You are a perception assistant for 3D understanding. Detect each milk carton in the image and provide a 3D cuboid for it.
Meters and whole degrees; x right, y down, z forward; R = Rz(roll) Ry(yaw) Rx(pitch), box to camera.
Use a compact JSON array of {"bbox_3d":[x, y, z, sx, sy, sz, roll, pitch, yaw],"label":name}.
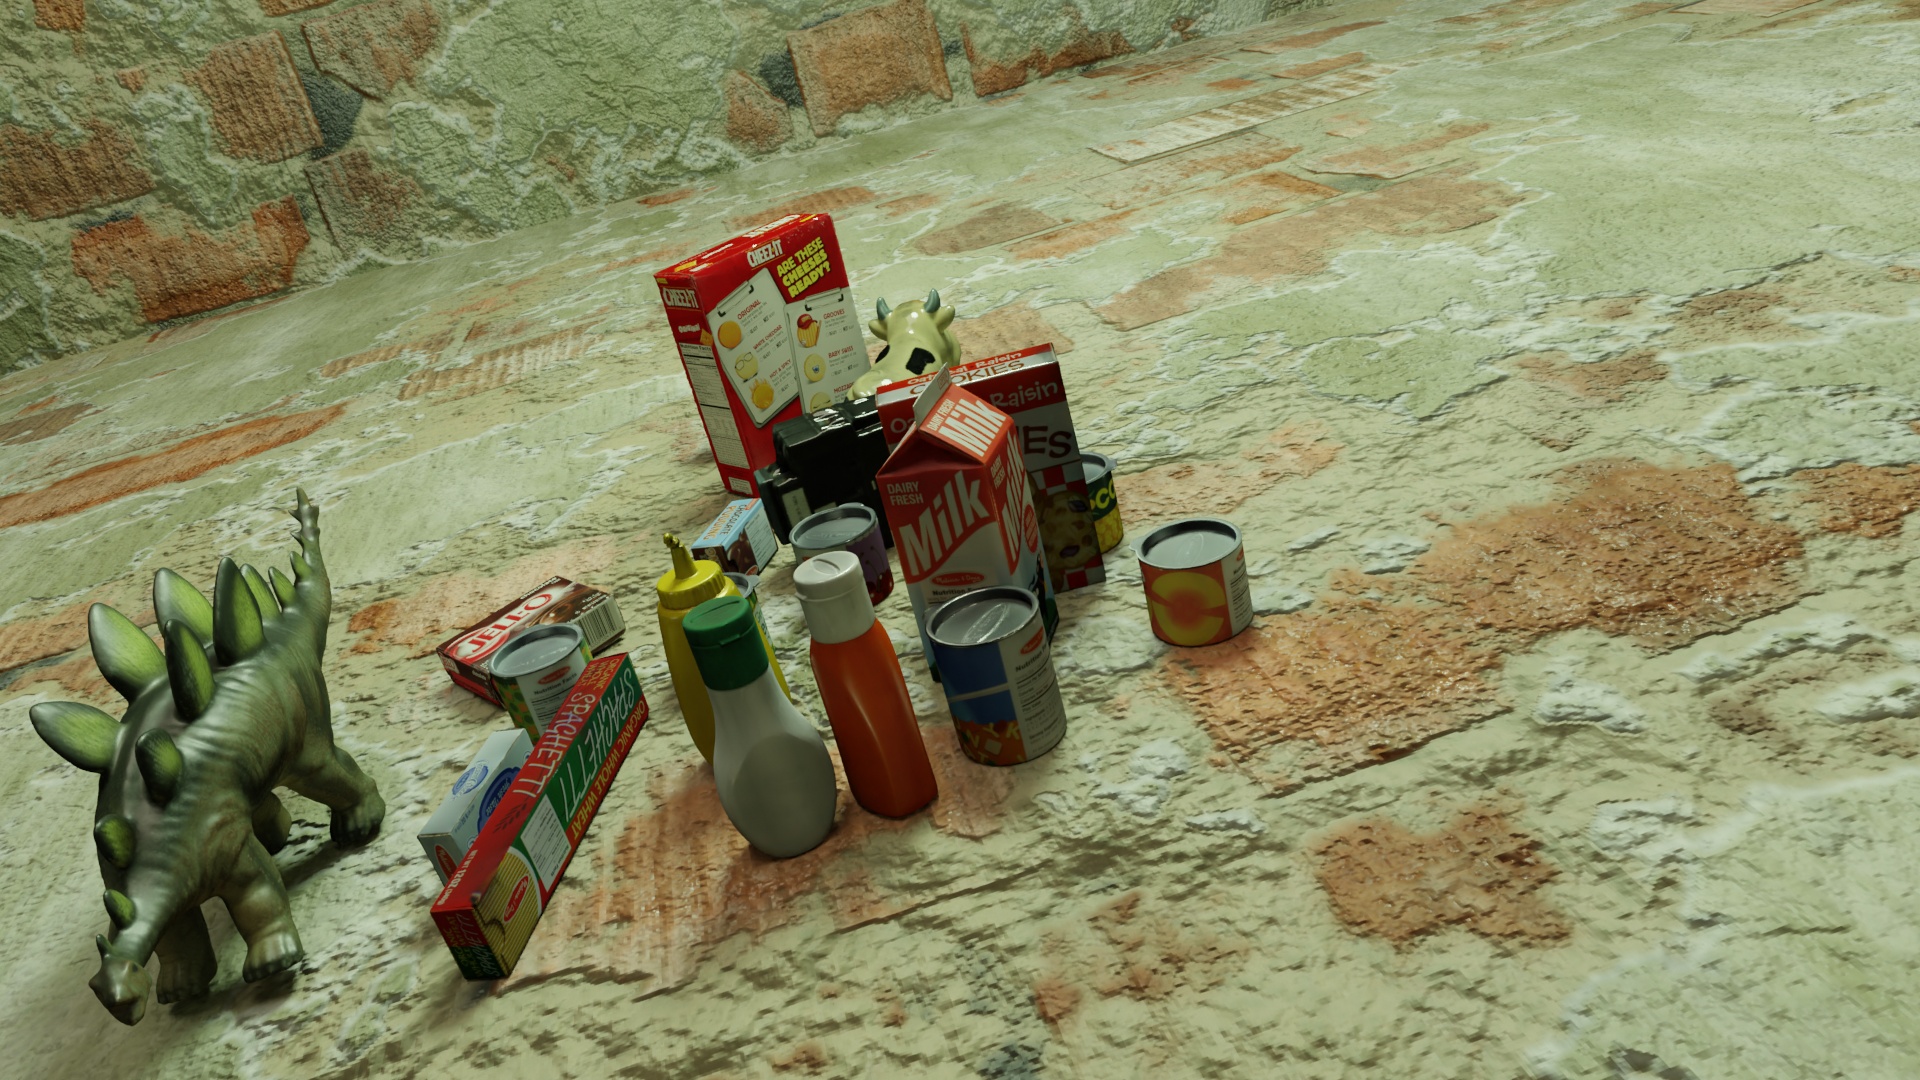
[{"bbox_3d":[0.003,-0.011,0.871,0.073,0.189,0.073,-5,27,20],"label":"milk carton"}]

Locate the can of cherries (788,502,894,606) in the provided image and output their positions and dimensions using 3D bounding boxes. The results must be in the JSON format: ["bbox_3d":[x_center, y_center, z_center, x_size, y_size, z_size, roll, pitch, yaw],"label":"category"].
[{"bbox_3d":[-0.085,0.013,1.023,0.071,0.058,0.072,-12,25,6],"label":"can of cherries"}]

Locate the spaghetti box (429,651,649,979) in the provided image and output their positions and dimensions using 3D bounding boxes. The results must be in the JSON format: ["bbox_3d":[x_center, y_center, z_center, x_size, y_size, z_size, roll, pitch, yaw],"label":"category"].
[{"bbox_3d":[-0.241,0.153,0.829,0.028,0.050,0.251,-9,26,11],"label":"spaghetti box"}]

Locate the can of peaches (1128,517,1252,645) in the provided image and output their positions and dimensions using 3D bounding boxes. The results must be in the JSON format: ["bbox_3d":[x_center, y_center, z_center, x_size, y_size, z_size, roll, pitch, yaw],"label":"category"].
[{"bbox_3d":[0.146,0.026,0.874,0.071,0.057,0.071,-12,25,6],"label":"can of peaches"}]

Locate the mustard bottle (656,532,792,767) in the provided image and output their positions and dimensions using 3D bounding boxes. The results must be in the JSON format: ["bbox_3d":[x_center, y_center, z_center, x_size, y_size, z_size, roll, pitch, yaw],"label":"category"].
[{"bbox_3d":[-0.147,0.063,0.835,0.065,0.159,0.049,-17,25,-4],"label":"mustard bottle"}]

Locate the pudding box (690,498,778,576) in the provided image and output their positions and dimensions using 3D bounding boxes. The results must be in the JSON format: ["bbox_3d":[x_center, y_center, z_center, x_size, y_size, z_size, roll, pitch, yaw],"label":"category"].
[{"bbox_3d":[-0.177,0.006,1.097,0.030,0.049,0.084,-5,27,19],"label":"pudding box"}]

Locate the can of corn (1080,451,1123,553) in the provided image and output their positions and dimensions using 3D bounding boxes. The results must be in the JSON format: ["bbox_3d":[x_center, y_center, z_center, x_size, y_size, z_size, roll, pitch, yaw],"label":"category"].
[{"bbox_3d":[0.084,-0.025,1.012,0.071,0.058,0.071,-12,25,6],"label":"can of corn"}]

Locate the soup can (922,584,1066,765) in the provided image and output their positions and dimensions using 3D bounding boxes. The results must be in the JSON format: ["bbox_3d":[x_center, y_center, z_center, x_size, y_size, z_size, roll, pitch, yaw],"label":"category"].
[{"bbox_3d":[0.019,0.077,0.805,0.071,0.083,0.071,-12,25,6],"label":"soup can"}]

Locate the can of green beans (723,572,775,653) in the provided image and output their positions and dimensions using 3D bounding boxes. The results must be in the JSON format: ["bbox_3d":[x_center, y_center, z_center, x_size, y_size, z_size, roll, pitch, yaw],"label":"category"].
[{"bbox_3d":[-0.168,0.063,0.965,0.071,0.057,0.071,-12,25,6],"label":"can of green beans"}]

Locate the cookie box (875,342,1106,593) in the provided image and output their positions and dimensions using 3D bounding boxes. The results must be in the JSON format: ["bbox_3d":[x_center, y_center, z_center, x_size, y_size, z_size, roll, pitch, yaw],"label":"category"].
[{"bbox_3d":[0.022,-0.038,0.944,0.123,0.166,0.040,-14,25,1],"label":"cookie box"}]

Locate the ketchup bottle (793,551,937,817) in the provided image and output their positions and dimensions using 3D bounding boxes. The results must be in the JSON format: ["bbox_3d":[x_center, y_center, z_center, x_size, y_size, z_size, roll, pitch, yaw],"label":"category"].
[{"bbox_3d":[-0.055,0.079,0.766,0.044,0.148,0.065,-27,28,-25],"label":"ketchup bottle"}]

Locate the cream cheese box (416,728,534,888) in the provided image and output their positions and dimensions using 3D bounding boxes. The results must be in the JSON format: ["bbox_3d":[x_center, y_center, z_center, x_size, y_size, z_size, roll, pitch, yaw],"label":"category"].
[{"bbox_3d":[-0.280,0.163,0.825,0.024,0.053,0.104,-9,26,12],"label":"cream cheese box"}]

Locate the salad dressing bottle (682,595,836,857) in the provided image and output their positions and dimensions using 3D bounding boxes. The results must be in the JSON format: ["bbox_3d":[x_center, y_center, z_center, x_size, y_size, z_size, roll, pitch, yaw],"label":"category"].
[{"bbox_3d":[-0.110,0.101,0.751,0.064,0.147,0.044,-23,26,-17],"label":"salad dressing bottle"}]

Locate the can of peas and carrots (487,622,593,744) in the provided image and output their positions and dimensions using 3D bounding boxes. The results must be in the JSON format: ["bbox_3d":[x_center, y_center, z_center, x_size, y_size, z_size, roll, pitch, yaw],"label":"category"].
[{"bbox_3d":[-0.283,0.097,0.955,0.071,0.058,0.071,-12,25,6],"label":"can of peas and carrots"}]
